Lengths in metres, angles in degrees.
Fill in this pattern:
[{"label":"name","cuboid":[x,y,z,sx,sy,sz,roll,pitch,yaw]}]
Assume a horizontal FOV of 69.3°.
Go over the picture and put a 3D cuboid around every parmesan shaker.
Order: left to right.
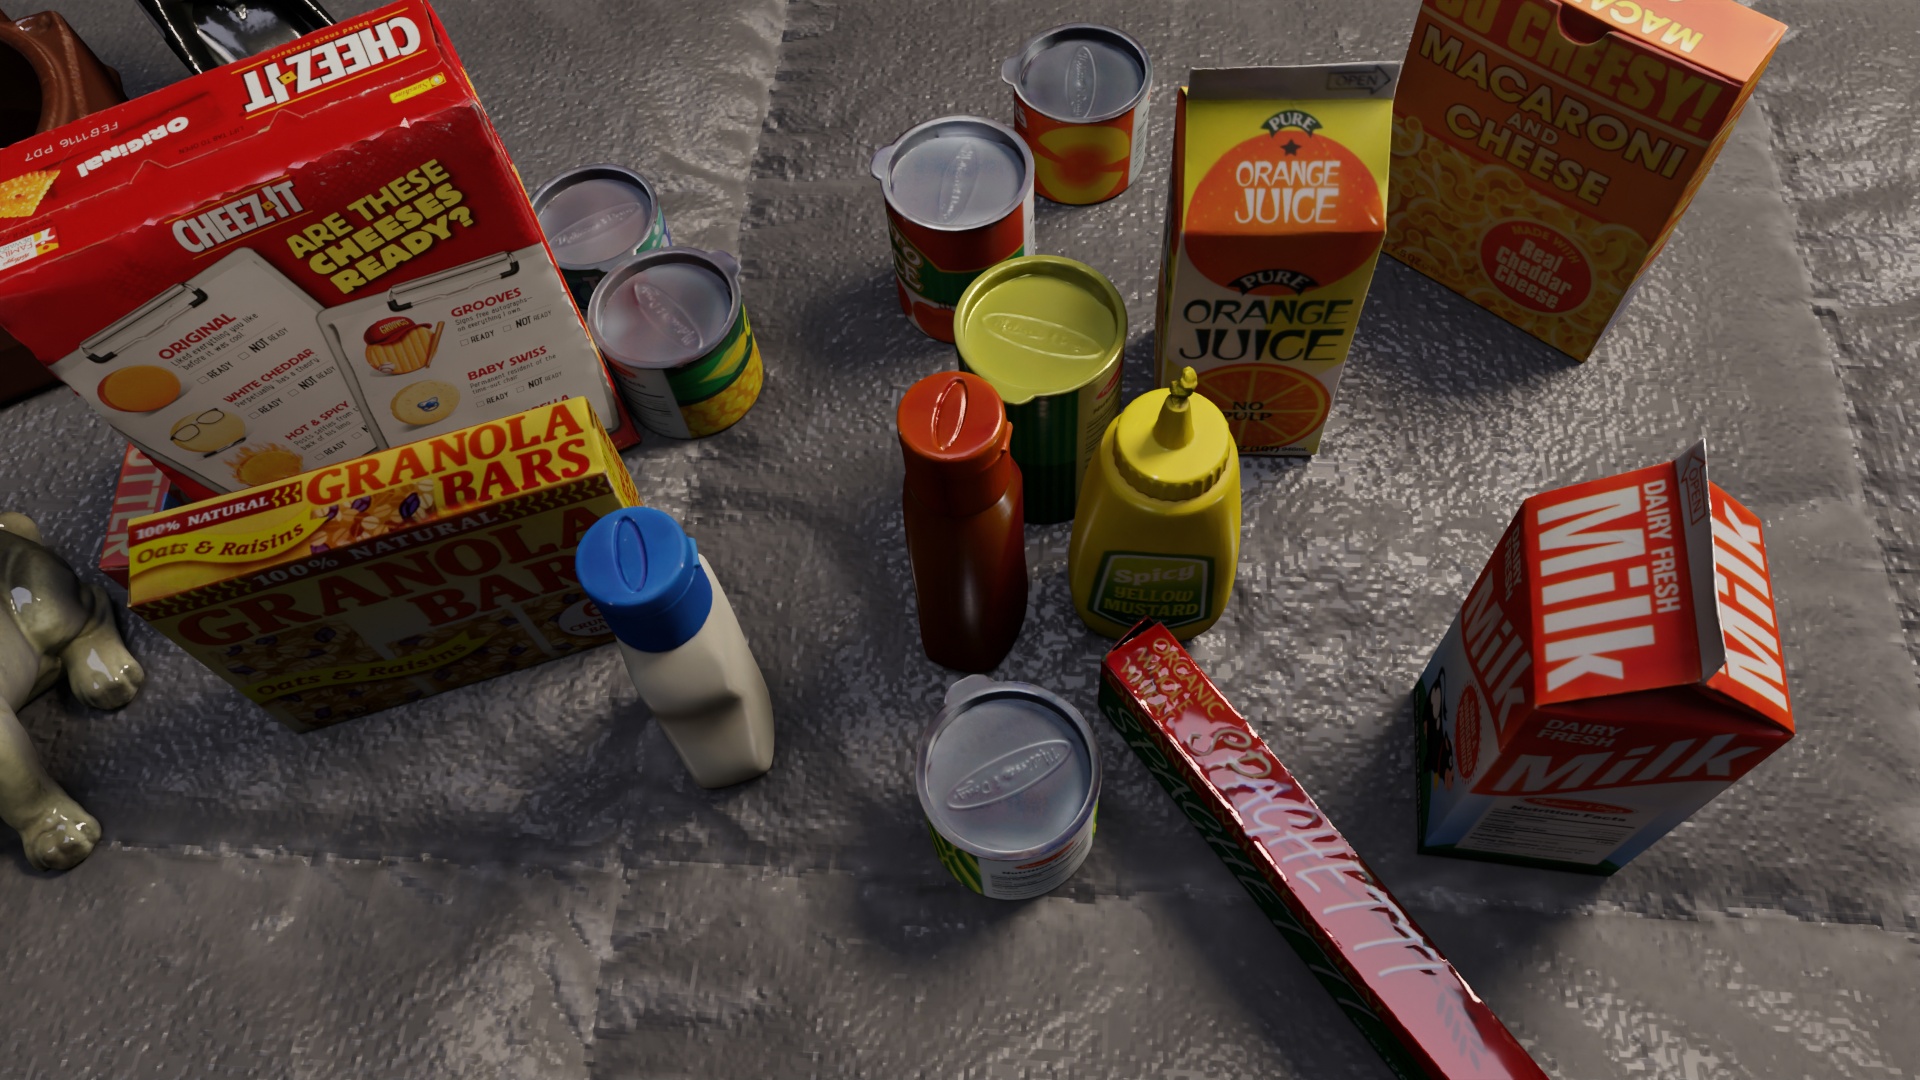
[{"label":"parmesan shaker","cuboid":[0.032,-0.056,0.569,0.071,0.102,0.071,-2,62,3]}]

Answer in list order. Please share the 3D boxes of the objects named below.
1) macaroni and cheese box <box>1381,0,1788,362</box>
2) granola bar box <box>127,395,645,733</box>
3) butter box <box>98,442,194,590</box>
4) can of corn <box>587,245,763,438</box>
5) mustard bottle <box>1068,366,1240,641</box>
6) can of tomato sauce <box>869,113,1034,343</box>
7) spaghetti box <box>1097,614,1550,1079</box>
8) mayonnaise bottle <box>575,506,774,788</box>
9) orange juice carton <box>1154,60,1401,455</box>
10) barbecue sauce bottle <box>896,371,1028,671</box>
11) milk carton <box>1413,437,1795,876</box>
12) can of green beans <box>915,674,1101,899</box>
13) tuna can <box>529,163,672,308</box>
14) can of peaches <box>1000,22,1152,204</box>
[{"label":"macaroni and cheese box","cuboid":[0.241,-0.164,0.579,0.124,0.165,0.040,36,70,20]},{"label":"granola bar box","cuboid":[-0.203,0.013,0.535,0.166,0.123,0.039,-16,62,-5]},{"label":"butter box","cuboid":[-0.337,-0.021,0.602,0.024,0.053,0.104,-6,61,1]},{"label":"can of corn","cuboid":[-0.124,-0.089,0.623,0.071,0.058,0.071,-2,61,3]},{"label":"mustard bottle","cuboid":[0.073,-0.013,0.510,0.065,0.159,0.049,2,62,5]},{"label":"can of tomato sauce","cuboid":[-0.001,-0.138,0.628,0.071,0.082,0.071,-2,62,3]},{"label":"spaghetti box","cuboid":[0.133,0.133,0.489,0.029,0.050,0.251,-33,64,-13]},{"label":"mayonnaise bottle","cuboid":[-0.100,0.038,0.500,0.041,0.147,0.065,-15,62,-4]},{"label":"orange juice carton","cuboid":[0.117,-0.113,0.544,0.072,0.191,0.073,1,62,4]},{"label":"barbecue sauce bottle","cuboid":[0.002,-0.006,0.518,0.044,0.148,0.065,9,63,9]},{"label":"milk carton","cuboid":[0.206,0.046,0.453,0.073,0.189,0.072,6,62,7]},{"label":"can of green beans","cuboid":[0.018,0.094,0.514,0.071,0.057,0.071,-2,61,3]},{"label":"tuna can","cuboid":[-0.174,-0.145,0.671,0.071,0.032,0.071,-2,61,3]},{"label":"can of peaches","cuboid":[0.056,-0.207,0.676,0.071,0.057,0.071,-2,61,3]}]
